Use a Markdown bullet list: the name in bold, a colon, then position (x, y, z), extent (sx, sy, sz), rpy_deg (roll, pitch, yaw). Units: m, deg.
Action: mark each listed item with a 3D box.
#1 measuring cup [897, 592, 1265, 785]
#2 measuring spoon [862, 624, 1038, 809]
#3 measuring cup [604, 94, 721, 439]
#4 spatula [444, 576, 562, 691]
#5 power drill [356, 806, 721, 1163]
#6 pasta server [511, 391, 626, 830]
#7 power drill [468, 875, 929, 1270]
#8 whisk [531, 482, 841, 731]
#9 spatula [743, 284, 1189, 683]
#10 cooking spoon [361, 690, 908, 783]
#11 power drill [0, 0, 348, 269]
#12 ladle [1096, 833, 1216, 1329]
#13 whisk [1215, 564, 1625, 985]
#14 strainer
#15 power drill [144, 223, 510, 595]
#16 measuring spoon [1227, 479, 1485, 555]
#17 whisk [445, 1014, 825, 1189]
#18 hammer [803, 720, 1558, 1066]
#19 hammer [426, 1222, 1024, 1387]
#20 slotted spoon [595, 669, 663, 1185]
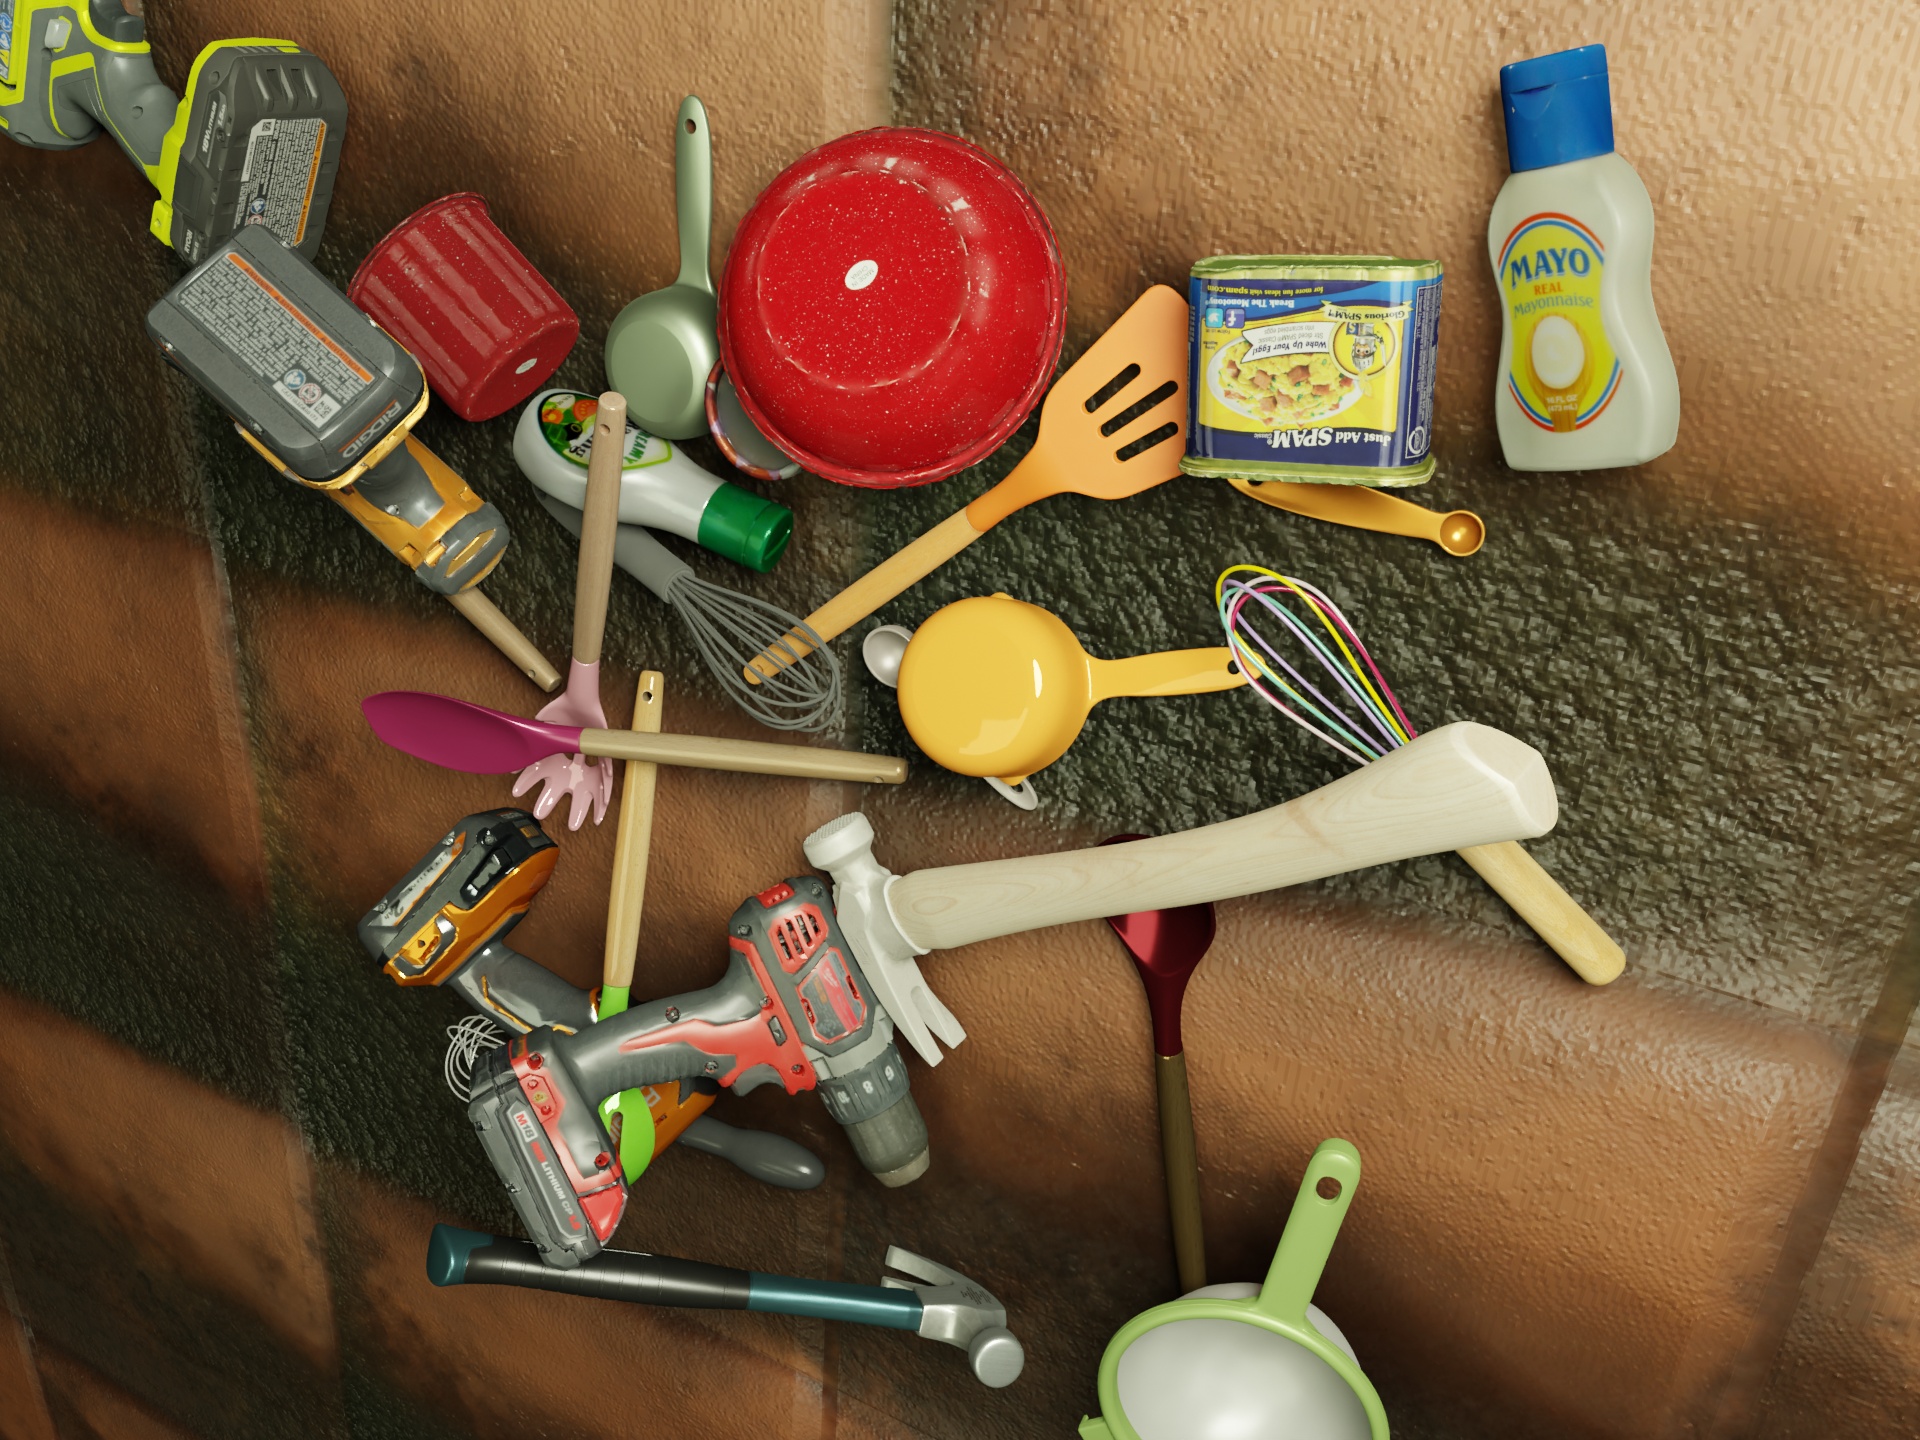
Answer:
- **measuring cup**: position (0.052, -0.019, 0.743), extent (0.173, 0.052, 0.095), rpy_deg (-5, 87, 24)
- **measuring spoon**: position (-0.001, -0.003, 0.820), extent (0.124, 0.018, 0.034), rpy_deg (47, 132, -5)
- **measuring cup**: position (-0.141, -0.219, 0.785), extent (0.083, 0.038, 0.167), rpy_deg (19, 122, 22)
- **spatula**: position (-0.355, -0.127, 0.965), extent (0.316, 0.018, 0.059), rpy_deg (43, 128, 8)
- **power drill**: position (-0.237, 0.160, 0.974), extent (0.164, 0.084, 0.226), rpy_deg (-44, 87, 6)
- **pasta server**: position (-0.202, -0.048, 0.857), extent (0.060, 0.040, 0.316), rpy_deg (19, 139, -2)
- **power drill**: position (-0.137, 0.214, 0.887), extent (0.188, 0.226, 0.080), rpy_deg (66, 166, -9)
- **whisk**: position (-0.151, -0.070, 0.843), extent (0.239, 0.055, 0.055), rpy_deg (38, 126, 25)
- **spatula**: position (-0.003, -0.090, 0.775), extent (0.322, 0.041, 0.081), rpy_deg (-30, 97, 40)
- **cooking spoon**: position (-0.184, 0.014, 0.880), extent (0.319, 0.017, 0.068), rpy_deg (5, 139, 12)
- **power drill**: position (-0.448, -0.369, 0.876), extent (0.228, 0.080, 0.190), rpy_deg (40, 126, 12)
- **ladle**: position (0.112, 0.195, 0.833), extent (0.069, 0.031, 0.315), rpy_deg (8, 117, 35)
- **whisk**: position (0.200, 0.023, 0.694), extent (0.245, 0.051, 0.047), rpy_deg (46, 121, 1)
- **strainer**: position (0.163, 0.303, 0.824), extent (0.151, 0.069, 0.256), rpy_deg (18, 117, 12)
- **power drill**: position (-0.339, -0.168, 0.840), extent (0.185, 0.084, 0.226), rpy_deg (41, 169, 6)
- **measuring spoon**: position (0.168, -0.094, 0.681), extent (0.117, 0.011, 0.021), rpy_deg (20, 120, 25)
- **whisk**: position (-0.215, 0.251, 1.035), extent (0.285, 0.070, 0.070), rpy_deg (15, 118, 18)
- **hammer**: position (0.085, 0.081, 0.745), extent (0.410, 0.038, 0.146), rpy_deg (-18, 102, 46)
- **hammer**: position (-0.136, 0.325, 0.910), extent (0.331, 0.128, 0.033), rpy_deg (12, 89, -13)
- **slotted spoon**: position (-0.198, 0.127, 0.918), extent (0.070, 0.031, 0.314), rpy_deg (8, 93, -1)
